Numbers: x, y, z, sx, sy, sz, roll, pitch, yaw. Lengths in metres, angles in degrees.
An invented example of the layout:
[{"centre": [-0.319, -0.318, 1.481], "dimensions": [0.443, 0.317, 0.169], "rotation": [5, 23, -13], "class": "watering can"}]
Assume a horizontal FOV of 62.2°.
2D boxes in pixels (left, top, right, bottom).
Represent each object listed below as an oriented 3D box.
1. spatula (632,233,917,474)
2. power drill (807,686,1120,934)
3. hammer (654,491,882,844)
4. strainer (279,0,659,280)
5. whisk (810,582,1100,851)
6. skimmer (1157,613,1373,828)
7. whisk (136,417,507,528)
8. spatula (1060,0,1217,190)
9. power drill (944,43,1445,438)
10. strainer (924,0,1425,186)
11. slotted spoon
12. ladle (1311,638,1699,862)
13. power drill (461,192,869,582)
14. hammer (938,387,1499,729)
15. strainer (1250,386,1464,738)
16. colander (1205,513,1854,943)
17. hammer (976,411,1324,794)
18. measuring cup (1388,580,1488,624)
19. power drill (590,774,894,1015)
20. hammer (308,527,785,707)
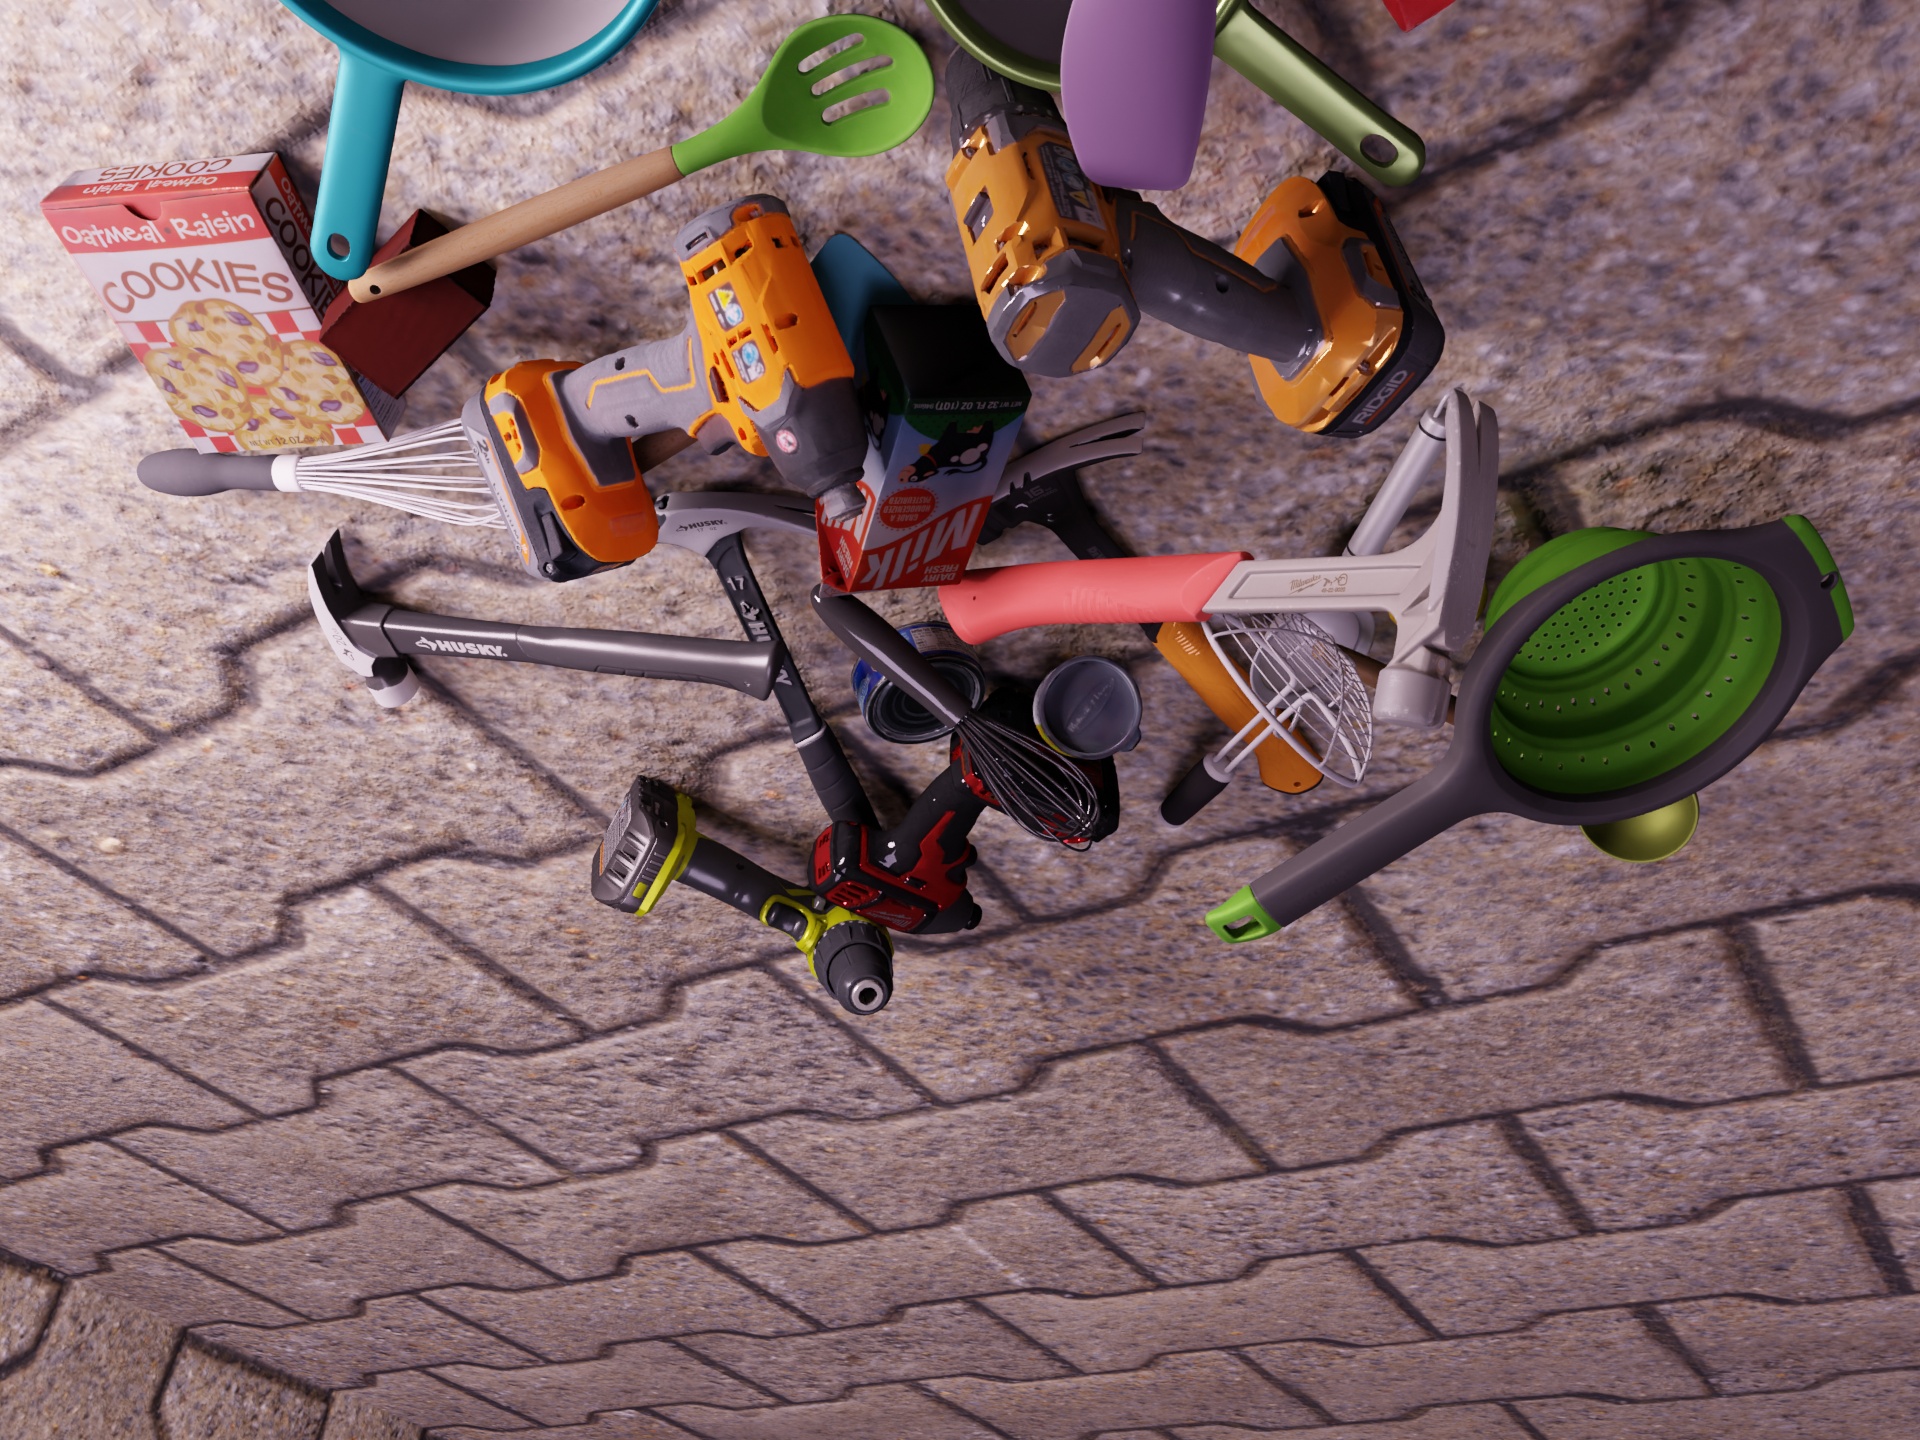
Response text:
[{"centre": [-0.159, -0.173, 0.925], "dimensions": [0.317, 0.044, 0.082], "rotation": [-20, 134, 35], "class": "spatula"}, {"centre": [0.006, 0.081, 1.135], "dimensions": [0.143, 0.079, 0.219], "rotation": [27, 131, -29], "class": "power drill"}, {"centre": [-0.105, -0.005, 1.106], "dimensions": [0.149, 0.036, 0.408], "rotation": [-5, 139, 14], "class": "hammer"}, {"centre": [-0.230, -0.338, 0.684], "dimensions": [0.211, 0.095, 0.340], "rotation": [23, 140, -14], "class": "strainer"}, {"centre": [-0.002, -0.002, 0.990], "dimensions": [0.239, 0.055, 0.055], "rotation": [41, 133, -8], "class": "whisk"}, {"centre": [0.158, 0.026, 0.984], "dimensions": [0.127, 0.090, 0.363], "rotation": [50, 161, 9], "class": "skimmer"}, {"centre": [-0.375, -0.150, 0.965], "dimensions": [0.284, 0.070, 0.070], "rotation": [3, 140, 14], "class": "whisk"}, {"centre": [0.077, -0.348, 0.567], "dimensions": [0.060, 0.018, 0.315], "rotation": [6, 125, 2], "class": "spatula"}, {"centre": [0.096, -0.226, 0.733], "dimensions": [0.226, 0.186, 0.084], "rotation": [6, 144, -29], "class": "power drill"}, {"centre": [0.096, -0.316, 0.663], "dimensions": [0.256, 0.069, 0.151], "rotation": [30, 137, -17], "class": "strainer"}, {"centre": [-0.161, -0.264, 0.771], "dimensions": [0.314, 0.031, 0.070], "rotation": [-18, 134, 12], "class": "slotted spoon"}, {"centre": [0.349, 0.016, 1.012], "dimensions": [0.320, 0.062, 0.078], "rotation": [21, 127, -26], "class": "ladle"}, {"centre": [-0.150, -0.153, 0.846], "dimensions": [0.226, 0.084, 0.164], "rotation": [-22, 93, 34], "class": "power drill"}, {"centre": [0.111, -0.078, 0.829], "dimensions": [0.036, 0.149, 0.359], "rotation": [15, 174, -37], "class": "hammer"}, {"centre": [0.233, -0.093, 0.944], "dimensions": [0.087, 0.050, 0.258], "rotation": [-4, 139, -25], "class": "strainer"}, {"centre": [0.307, 0.000, 0.940], "dimensions": [0.397, 0.095, 0.204], "rotation": [-34, 127, 16], "class": "colander"}, {"centre": [0.145, -0.055, 1.006], "dimensions": [0.127, 0.034, 0.336], "rotation": [-22, 132, 32], "class": "hammer"}, {"centre": [0.246, -0.066, 0.927], "dimensions": [0.156, 0.029, 0.062], "rotation": [-5, 136, -31], "class": "measuring cup"}, {"centre": [-0.152, 0.136, 1.179], "dimensions": [0.228, 0.191, 0.080], "rotation": [28, 95, -16], "class": "power drill"}, {"centre": [-0.270, -0.052, 1.037], "dimensions": [0.335, 0.035, 0.146], "rotation": [6, 141, 17], "class": "hammer"}]
